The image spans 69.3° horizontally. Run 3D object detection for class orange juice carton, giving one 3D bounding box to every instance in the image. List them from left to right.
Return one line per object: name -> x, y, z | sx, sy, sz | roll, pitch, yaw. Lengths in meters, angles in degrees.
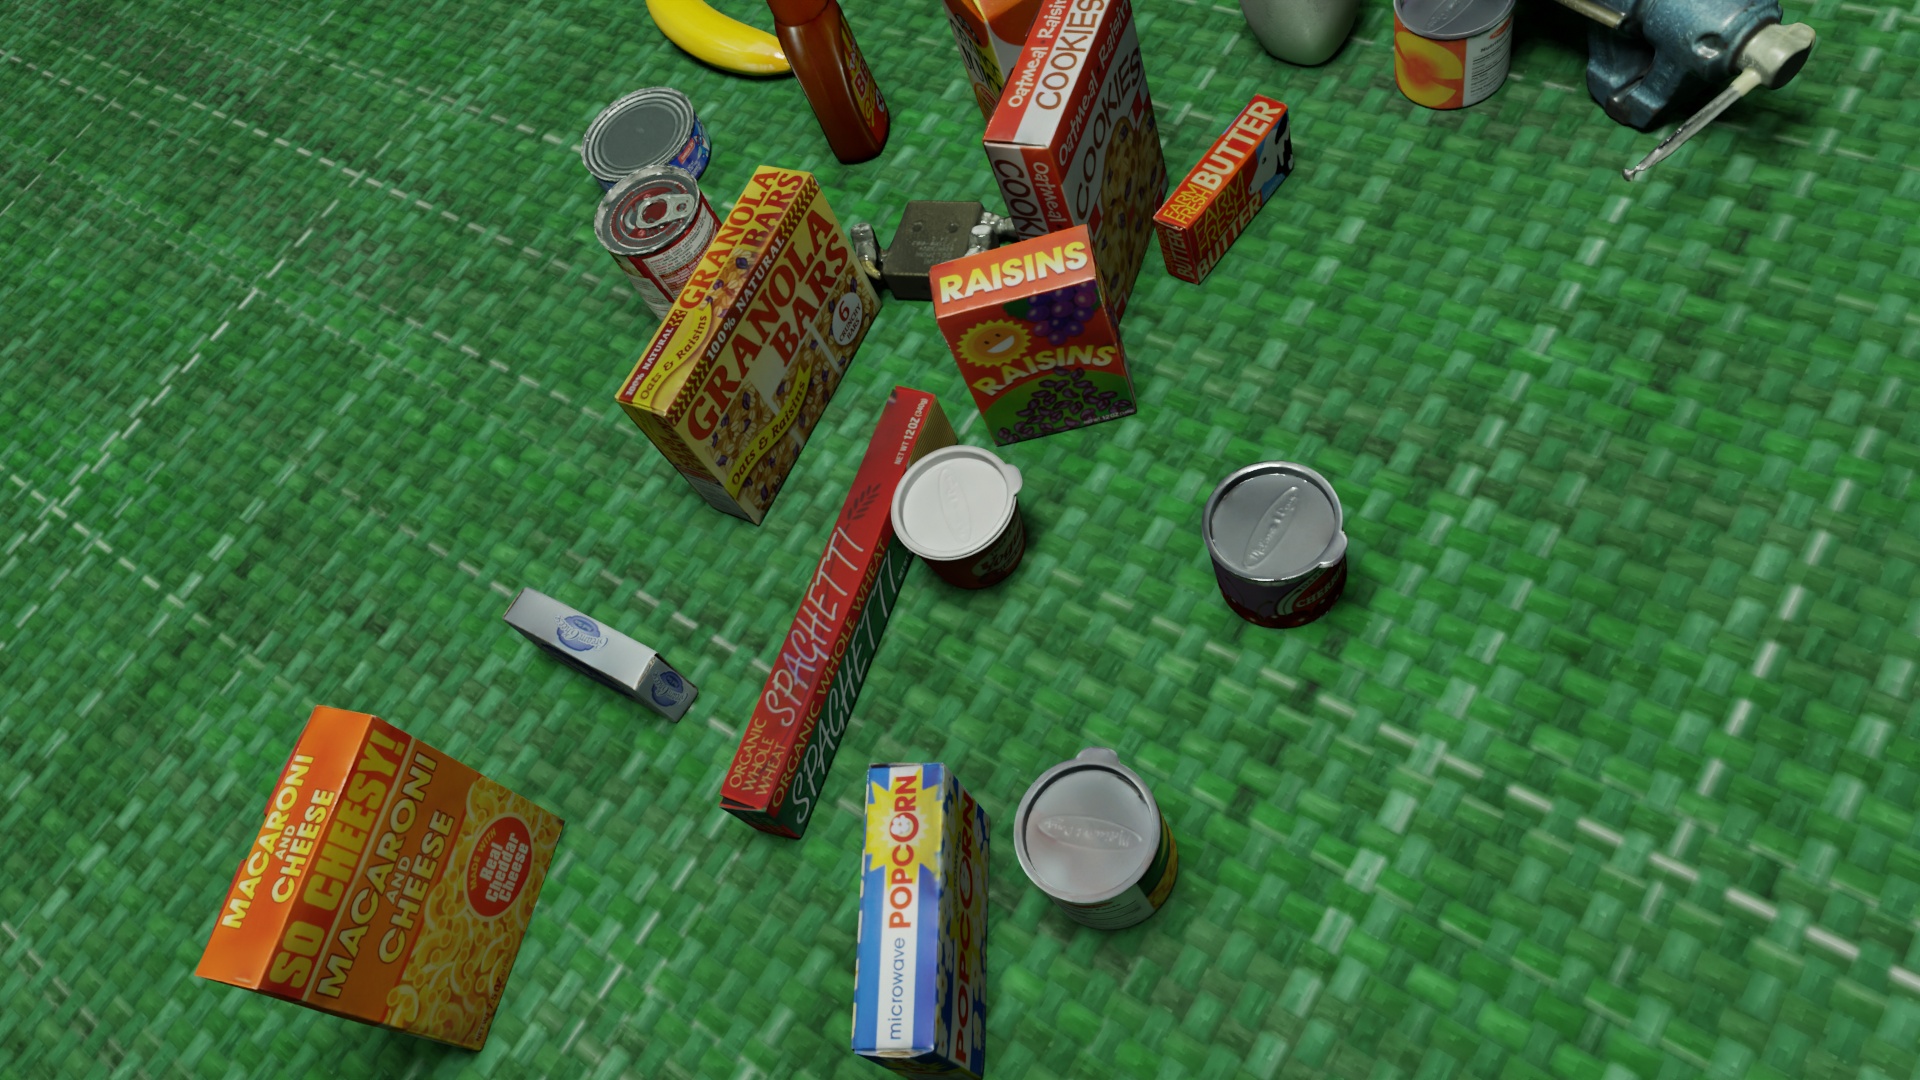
orange juice carton -> 0.040, -0.298, 0.811 | 0.072, 0.192, 0.073 | -34, 58, -2

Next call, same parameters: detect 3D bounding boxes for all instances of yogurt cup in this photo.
yogurt cup -> 0.003, -0.009, 0.745 | 0.072, 0.053, 0.073 | -8, 60, 14

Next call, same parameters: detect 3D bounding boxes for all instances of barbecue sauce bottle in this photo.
barbecue sauce bottle -> -0.088, -0.313, 0.887 | 0.043, 0.148, 0.065 | -10, 60, 13

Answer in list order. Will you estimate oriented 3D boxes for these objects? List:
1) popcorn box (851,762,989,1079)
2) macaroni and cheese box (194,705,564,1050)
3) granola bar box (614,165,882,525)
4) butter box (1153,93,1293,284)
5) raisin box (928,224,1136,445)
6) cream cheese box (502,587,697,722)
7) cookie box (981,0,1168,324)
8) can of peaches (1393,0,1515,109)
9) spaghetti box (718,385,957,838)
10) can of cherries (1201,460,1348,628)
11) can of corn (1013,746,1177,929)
popcorn box -> -0.016, 0.174, 0.630 | 0.038, 0.085, 0.127 | -7, 60, 15
macaroni and cheese box -> -0.269, 0.167, 0.667 | 0.040, 0.166, 0.124 | 5, 64, 20
granola bar box -> -0.116, -0.111, 0.798 | 0.039, 0.123, 0.166 | 17, 69, 25
butter box -> 0.154, -0.203, 0.804 | 0.024, 0.053, 0.104 | 32, 76, 30
raisin box -> 0.042, -0.107, 0.745 | 0.086, 0.123, 0.040 | -12, 59, 11
cream cheese box -> -0.199, 0.063, 0.770 | 0.104, 0.053, 0.024 | 22, 71, 27
cookie box -> 0.068, -0.208, 0.767 | 0.040, 0.167, 0.123 | 11, 66, 23
can of peaches -> 0.286, -0.297, 0.811 | 0.071, 0.058, 0.071 | -8, 60, 14
spaghetti box -> -0.060, 0.035, 0.743 | 0.029, 0.050, 0.251 | 11, 66, 23
can of cherries -> 0.158, 0.005, 0.684 | 0.071, 0.058, 0.072 | -8, 60, 14
can of corn -> 0.064, 0.138, 0.640 | 0.071, 0.058, 0.071 | -8, 60, 14
